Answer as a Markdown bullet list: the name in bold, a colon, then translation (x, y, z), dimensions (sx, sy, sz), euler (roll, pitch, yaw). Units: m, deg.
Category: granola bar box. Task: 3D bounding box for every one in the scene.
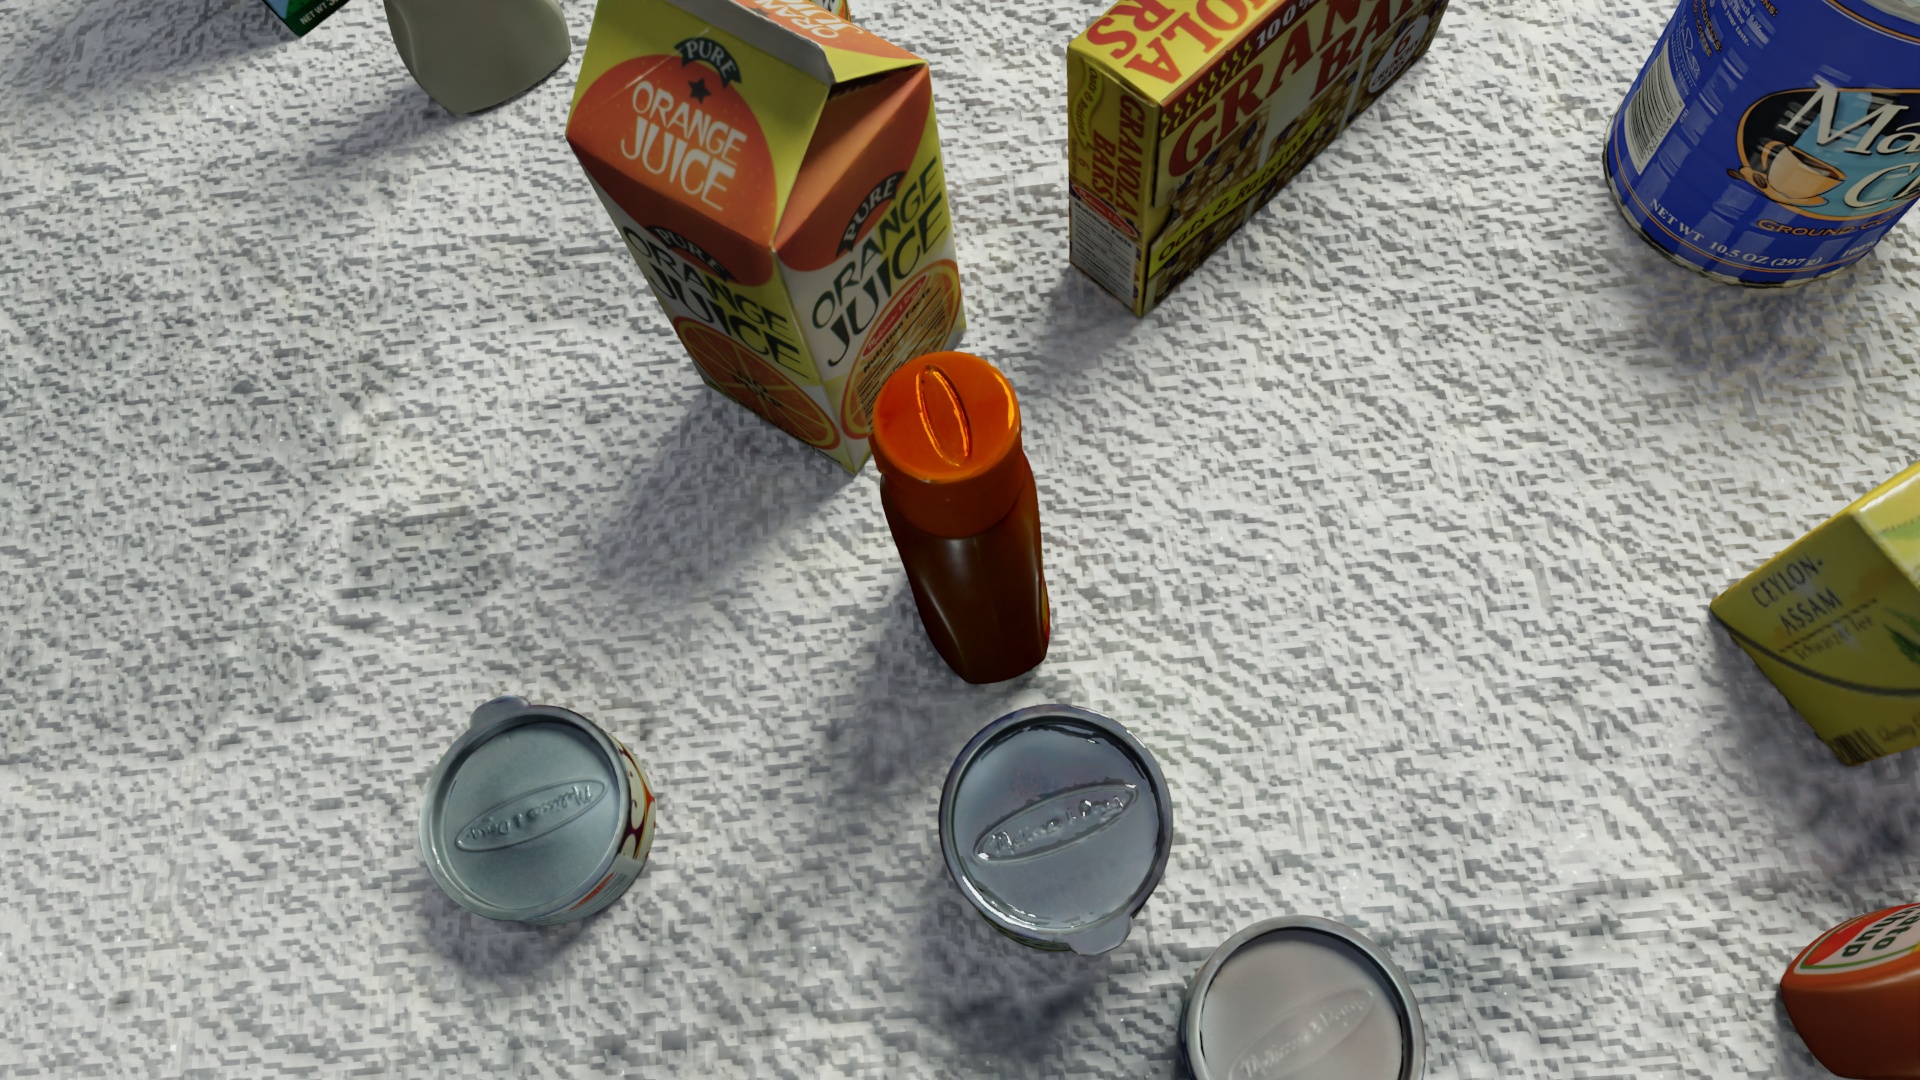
- **granola bar box**: translation (0.107, -0.166, 0.468), dimensions (0.166, 0.124, 0.039), euler (-44, 72, -11)

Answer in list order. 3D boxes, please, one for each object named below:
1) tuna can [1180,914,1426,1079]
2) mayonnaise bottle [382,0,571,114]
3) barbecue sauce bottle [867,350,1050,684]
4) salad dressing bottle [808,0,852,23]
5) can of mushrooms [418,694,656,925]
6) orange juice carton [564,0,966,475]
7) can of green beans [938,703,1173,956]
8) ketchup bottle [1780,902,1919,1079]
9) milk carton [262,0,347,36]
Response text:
- **tuna can**: translation (0.099, 0.146, 0.401), dimensions (0.071, 0.032, 0.071), euler (-1, 70, 4)
- **mayonnaise bottle**: translation (-0.193, -0.219, 0.499), dimensions (0.065, 0.147, 0.041), euler (-32, 71, -7)
- **barbecue sauce bottle**: translation (0.001, -0.005, 0.403), dimensions (0.044, 0.148, 0.065), euler (-18, 70, -2)
- **salad dressing bottle**: translation (-0.070, -0.220, 0.490), dimensions (0.044, 0.147, 0.064), euler (3, 70, 6)
- **can of mushrooms**: translation (-0.133, 0.086, 0.441), dimensions (0.071, 0.033, 0.071), euler (-1, 70, 4)
- **orange juice carton**: translation (-0.053, -0.099, 0.419), dimensions (0.072, 0.192, 0.073), euler (32, 76, 15)
- **can of green beans**: translation (0.029, 0.087, 0.415), dimensions (0.071, 0.057, 0.071), euler (-1, 70, 4)
- **ketchup bottle**: translation (0.266, 0.108, 0.340), dimensions (0.065, 0.148, 0.043), euler (-24, 70, -4)
- **milk carton**: translation (-0.285, -0.287, 0.509), dimensions (0.072, 0.190, 0.073), euler (-43, 72, -11)
